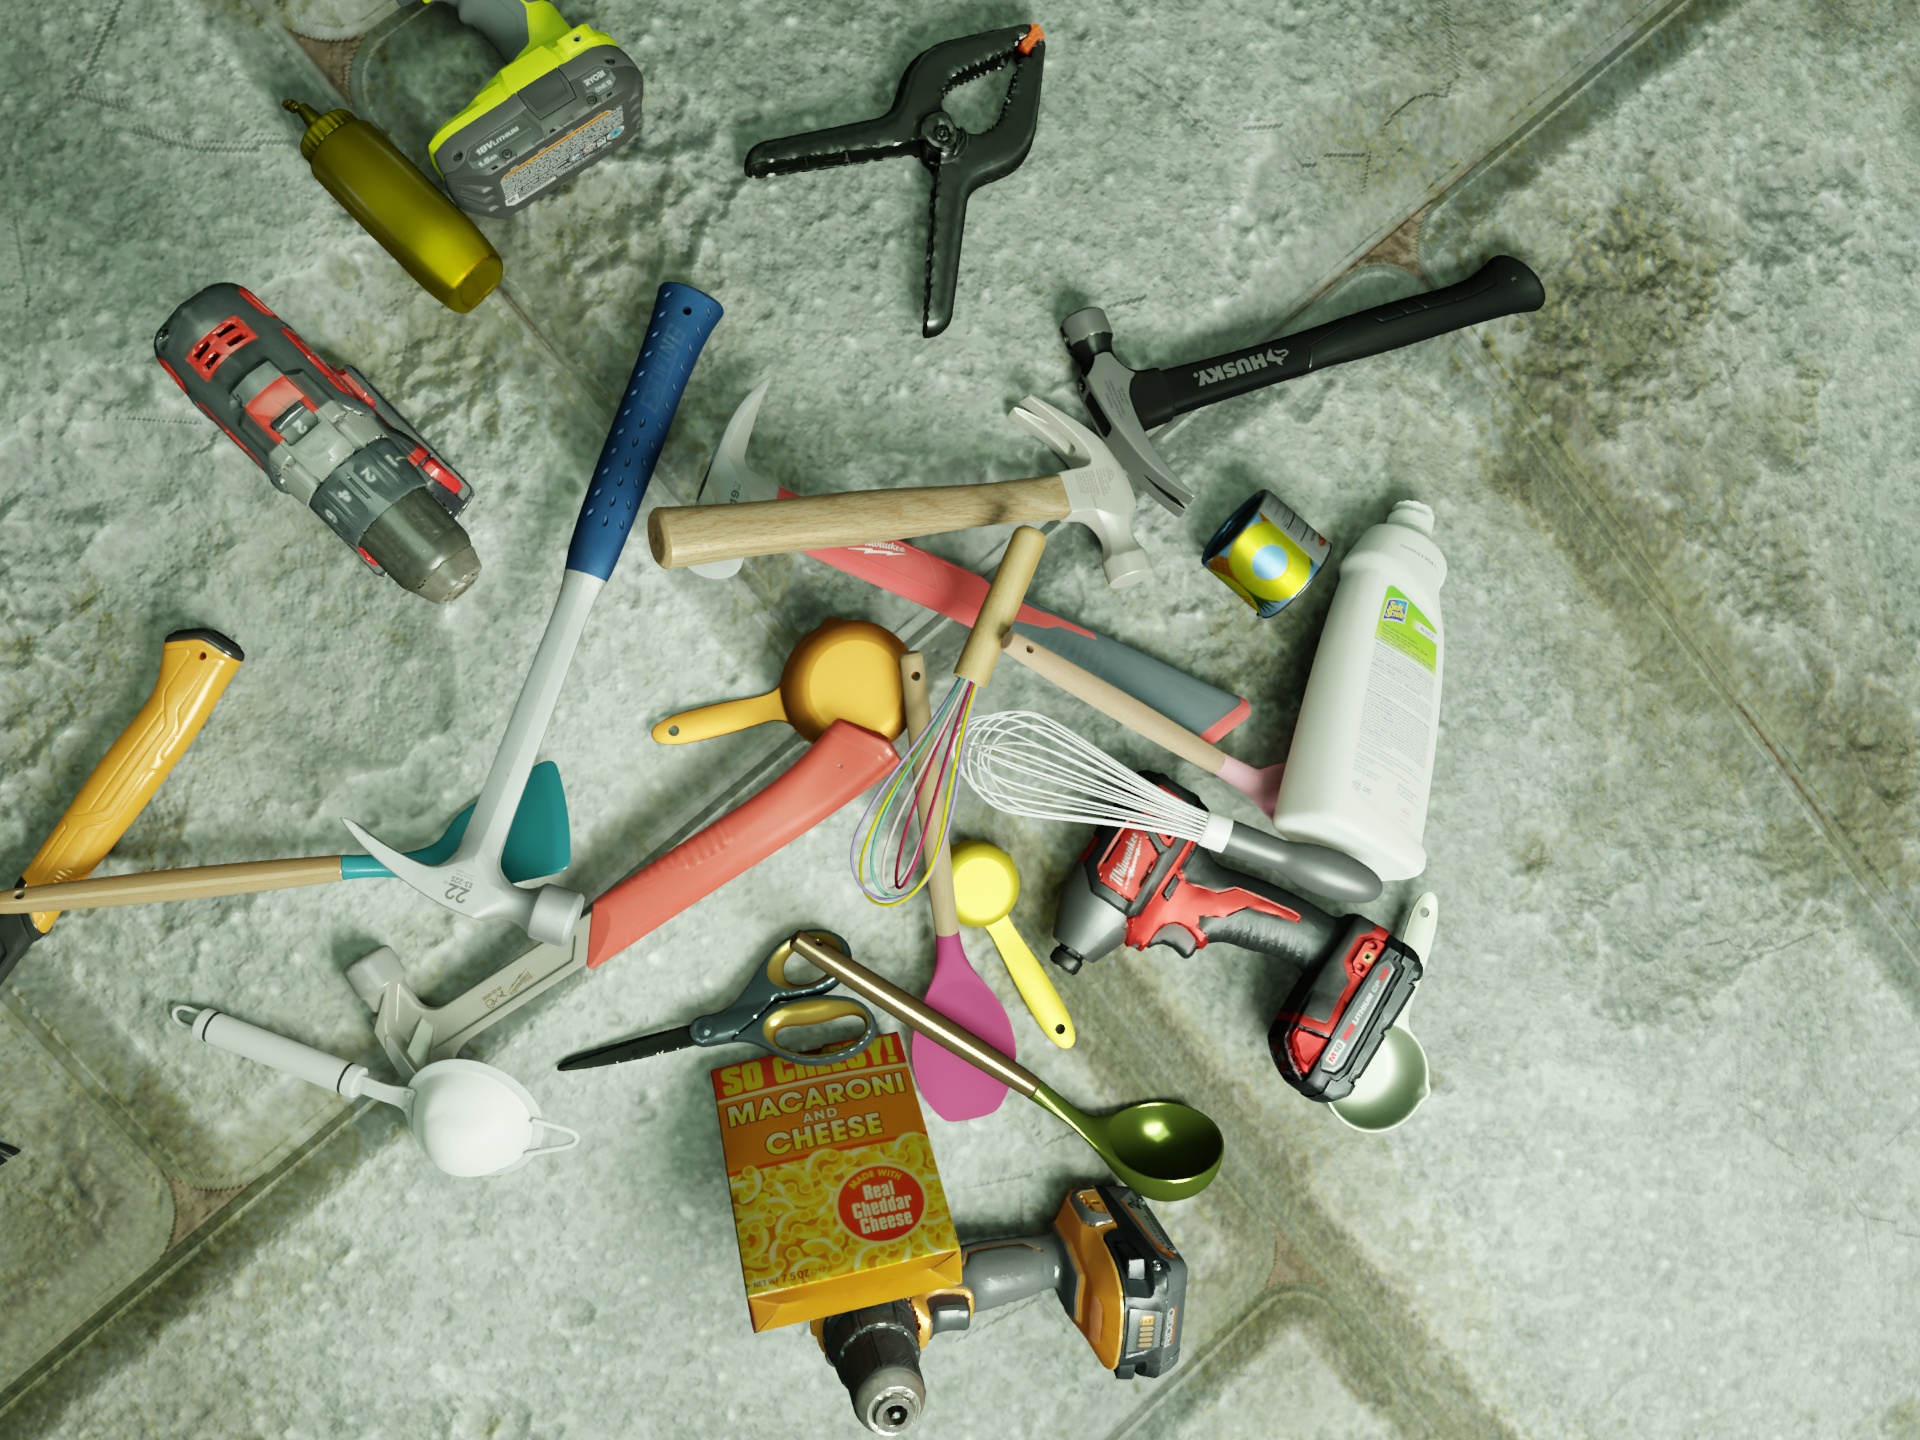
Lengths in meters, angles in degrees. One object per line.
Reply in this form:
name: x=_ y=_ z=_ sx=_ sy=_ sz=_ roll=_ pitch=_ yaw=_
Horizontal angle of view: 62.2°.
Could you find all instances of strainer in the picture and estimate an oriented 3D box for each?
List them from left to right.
strainer: x=-0.355 y=0.219 z=0.946 sx=0.258 sy=0.050 sz=0.086 roll=19 pitch=116 yaw=6

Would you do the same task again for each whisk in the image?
whisk: x=0.000 y=-0.002 z=0.950 sx=0.051 sy=0.047 sz=0.245 roll=26 pitch=83 yaw=-25
whisk: x=0.128 y=0.057 z=0.989 sx=0.284 sy=0.070 sz=0.070 roll=20 pitch=87 yaw=0

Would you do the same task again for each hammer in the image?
hammer: x=-0.526 y=0.094 z=0.938 sx=0.127 sy=0.034 sz=0.337 roll=34 pitch=85 yaw=-8
hammer: x=-0.235 y=-0.079 z=0.957 sx=0.144 sy=0.035 sz=0.406 roll=19 pitch=78 yaw=-6
hammer: x=-0.189 y=0.119 z=0.973 sx=0.359 sy=0.037 sz=0.149 roll=-33 pitch=95 yaw=1
hammer: x=-0.032 y=-0.129 z=0.969 sx=0.331 sy=0.031 sz=0.130 roll=-10 pitch=77 yaw=-32
hammer: x=0.018 y=-0.085 z=1.023 sx=0.386 sy=0.038 sz=0.143 roll=23 pitch=55 yaw=-16
hammer: x=0.244 y=-0.245 z=1.066 sx=0.334 sy=0.035 sz=0.146 roll=-19 pitch=78 yaw=-13

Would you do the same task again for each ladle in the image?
ladle: x=0.033 y=0.212 z=1.010 sx=0.320 sy=0.078 sz=0.062 roll=34 pitch=112 yaw=-14

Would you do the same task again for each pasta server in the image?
pasta server: x=0.150 y=0.015 z=1.011 sx=0.316 sy=0.040 sz=0.060 roll=28 pitch=70 yaw=-31

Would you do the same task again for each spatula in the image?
spatula: x=-0.394 y=0.082 z=0.940 sx=0.317 sy=0.044 sz=0.082 roll=-6 pitch=55 yaw=-18

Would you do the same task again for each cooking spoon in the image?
cooking spoon: x=-0.011 y=0.110 z=1.010 sx=0.068 sy=0.017 sz=0.318 roll=-10 pitch=106 yaw=-9

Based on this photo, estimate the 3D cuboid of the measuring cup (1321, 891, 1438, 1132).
measuring cup: x=0.290 y=0.196 z=1.087 sx=0.083 sy=0.038 sz=0.167 roll=20 pitch=85 yaw=-10

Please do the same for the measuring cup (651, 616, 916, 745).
measuring cup: x=-0.109 y=-0.011 z=1.003 sx=0.173 sy=0.052 sz=0.095 roll=-14 pitch=93 yaw=-12

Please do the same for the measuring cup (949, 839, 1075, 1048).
measuring cup: x=0.036 y=0.149 z=1.042 sx=0.062 sy=0.029 sz=0.156 roll=-31 pitch=93 yaw=-9

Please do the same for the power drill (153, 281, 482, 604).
power drill: x=-0.329 y=-0.135 z=0.874 sx=0.080 sy=0.227 sz=0.188 roll=-44 pitch=97 yaw=-7

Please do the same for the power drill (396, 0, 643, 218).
power drill: x=-0.311 y=-0.426 z=0.955 sx=0.171 sy=0.080 sz=0.223 roll=-36 pitch=93 yaw=-9

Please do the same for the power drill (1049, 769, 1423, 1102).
power drill: x=0.170 y=0.146 z=1.030 sx=0.220 sy=0.078 sz=0.143 roll=34 pitch=82 yaw=5

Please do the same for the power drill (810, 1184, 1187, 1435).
power drill: x=0.021 y=0.356 z=0.966 sx=0.226 sy=0.185 sz=0.084 roll=1 pitch=102 yaw=-13
